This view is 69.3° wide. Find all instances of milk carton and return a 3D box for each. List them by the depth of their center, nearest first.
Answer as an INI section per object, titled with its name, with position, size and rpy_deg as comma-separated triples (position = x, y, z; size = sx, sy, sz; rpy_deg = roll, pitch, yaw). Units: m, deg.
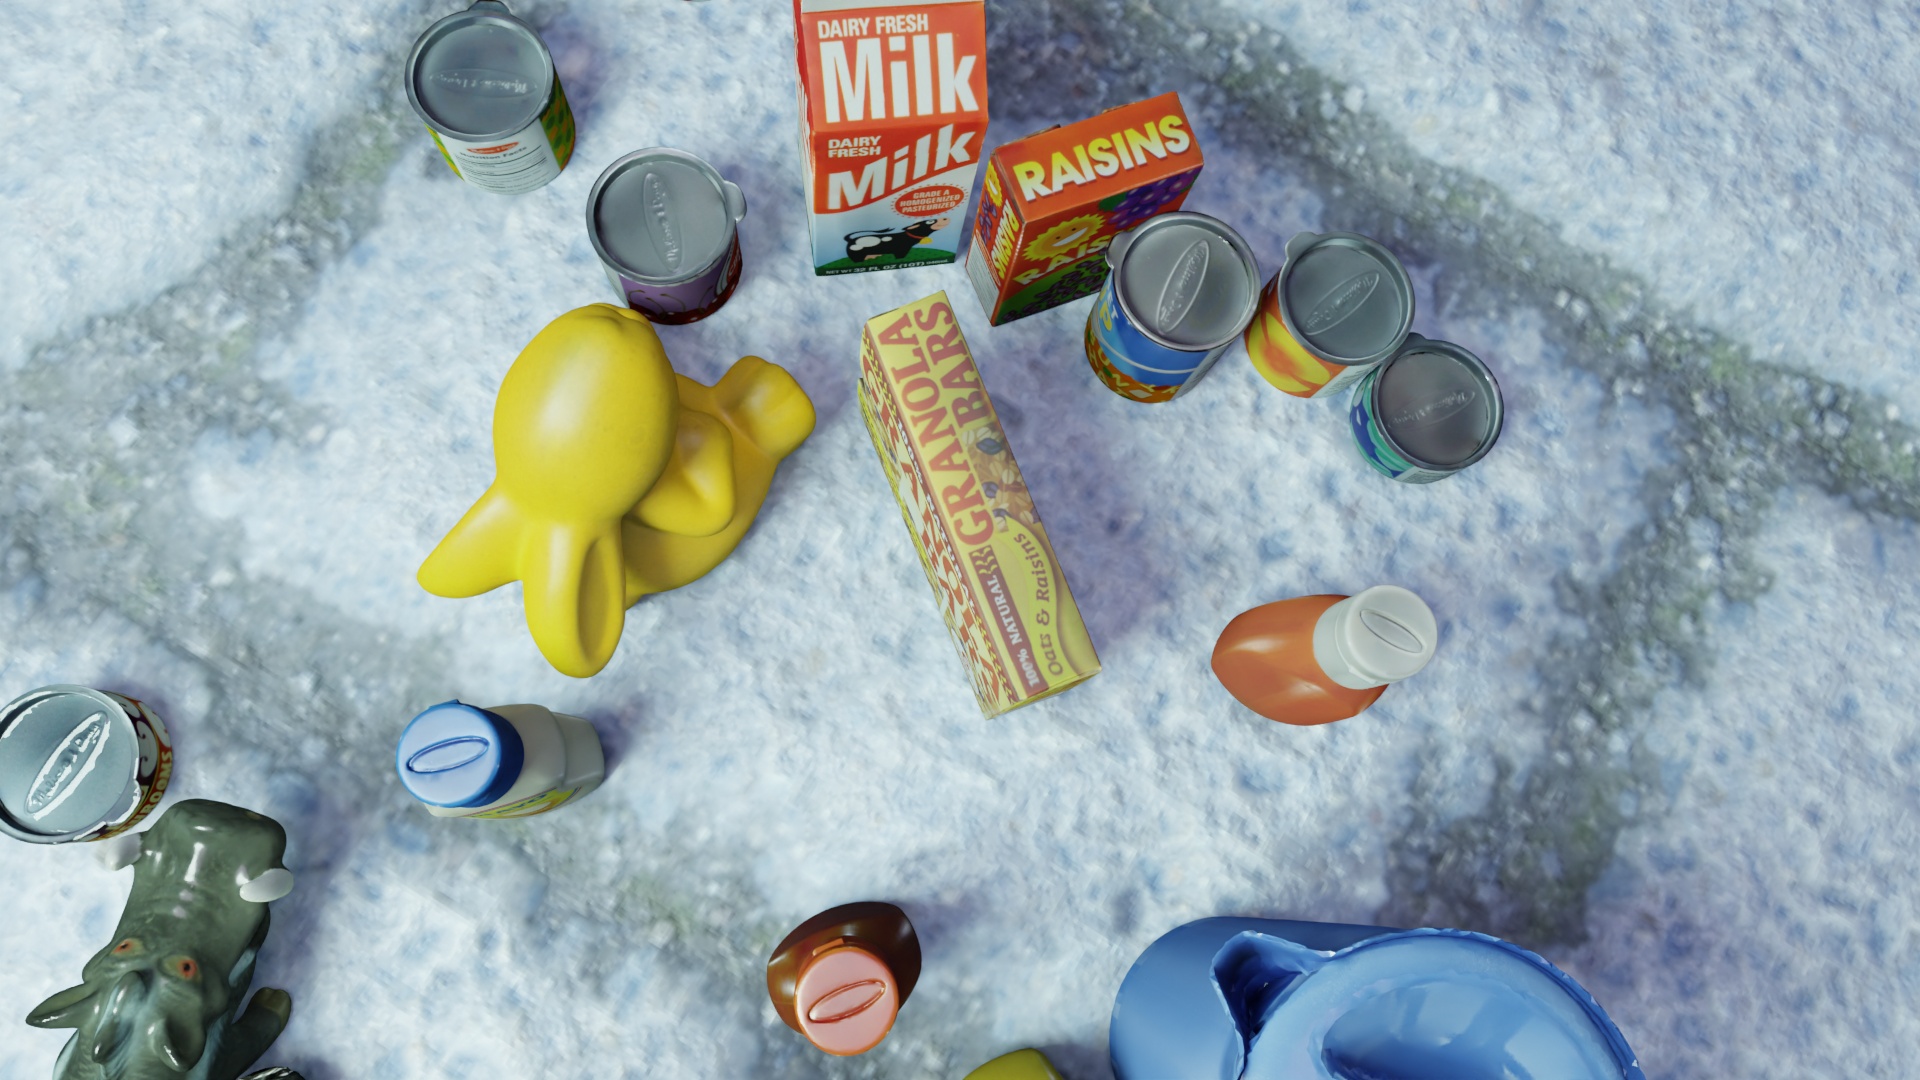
[milk carton]
position = -0.033, -0.185, 0.600
size = 0.072, 0.190, 0.073
rpy_deg = -7, 80, -6

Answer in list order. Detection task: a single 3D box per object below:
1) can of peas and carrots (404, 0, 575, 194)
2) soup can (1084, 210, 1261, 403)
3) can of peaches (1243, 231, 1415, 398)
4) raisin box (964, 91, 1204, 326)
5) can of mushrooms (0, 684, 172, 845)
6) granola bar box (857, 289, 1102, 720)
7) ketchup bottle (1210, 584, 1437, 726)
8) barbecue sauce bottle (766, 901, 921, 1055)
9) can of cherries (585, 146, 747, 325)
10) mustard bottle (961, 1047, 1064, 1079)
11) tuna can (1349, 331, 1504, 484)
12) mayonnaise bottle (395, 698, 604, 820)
[can of peas and carrots]
position = -0.219, -0.207, 0.654
size = 0.071, 0.058, 0.071
rpy_deg = 1, 79, -5
[soup can]
position = 0.094, -0.108, 0.650
size = 0.071, 0.083, 0.071
rpy_deg = 1, 79, -5
[can of peaches]
position = 0.175, -0.109, 0.671
size = 0.071, 0.058, 0.071
rpy_deg = 1, 79, -5
[raisin box]
position = 0.053, -0.148, 0.634
size = 0.086, 0.123, 0.040
rpy_deg = -20, 81, -9
[can of mushrooms]
position = -0.374, 0.097, 0.590
size = 0.071, 0.033, 0.071
rpy_deg = 1, 78, -5
[granola bar box]
position = 0.002, -0.008, 0.600
size = 0.039, 0.124, 0.165
rpy_deg = -21, 81, -9
[ketchup bottle]
position = 0.155, 0.049, 0.590
size = 0.065, 0.148, 0.043
rpy_deg = 30, 78, 1
[barbecue sauce bottle]
position = -0.045, 0.171, 0.546
size = 0.065, 0.148, 0.044
rpy_deg = -19, 81, -9
[can of cherries]
position = -0.134, -0.140, 0.649
size = 0.071, 0.058, 0.071
rpy_deg = 1, 79, -5
[mustard bottle]
position = 0.031, 0.240, 0.533
size = 0.049, 0.160, 0.065
rpy_deg = -23, 82, -9
[tuna can]
position = 0.226, -0.064, 0.679
size = 0.071, 0.032, 0.071
rpy_deg = 1, 78, -5
[mayonnaise bottle]
position = -0.184, 0.088, 0.551
size = 0.065, 0.147, 0.041
rpy_deg = -16, 81, -8
